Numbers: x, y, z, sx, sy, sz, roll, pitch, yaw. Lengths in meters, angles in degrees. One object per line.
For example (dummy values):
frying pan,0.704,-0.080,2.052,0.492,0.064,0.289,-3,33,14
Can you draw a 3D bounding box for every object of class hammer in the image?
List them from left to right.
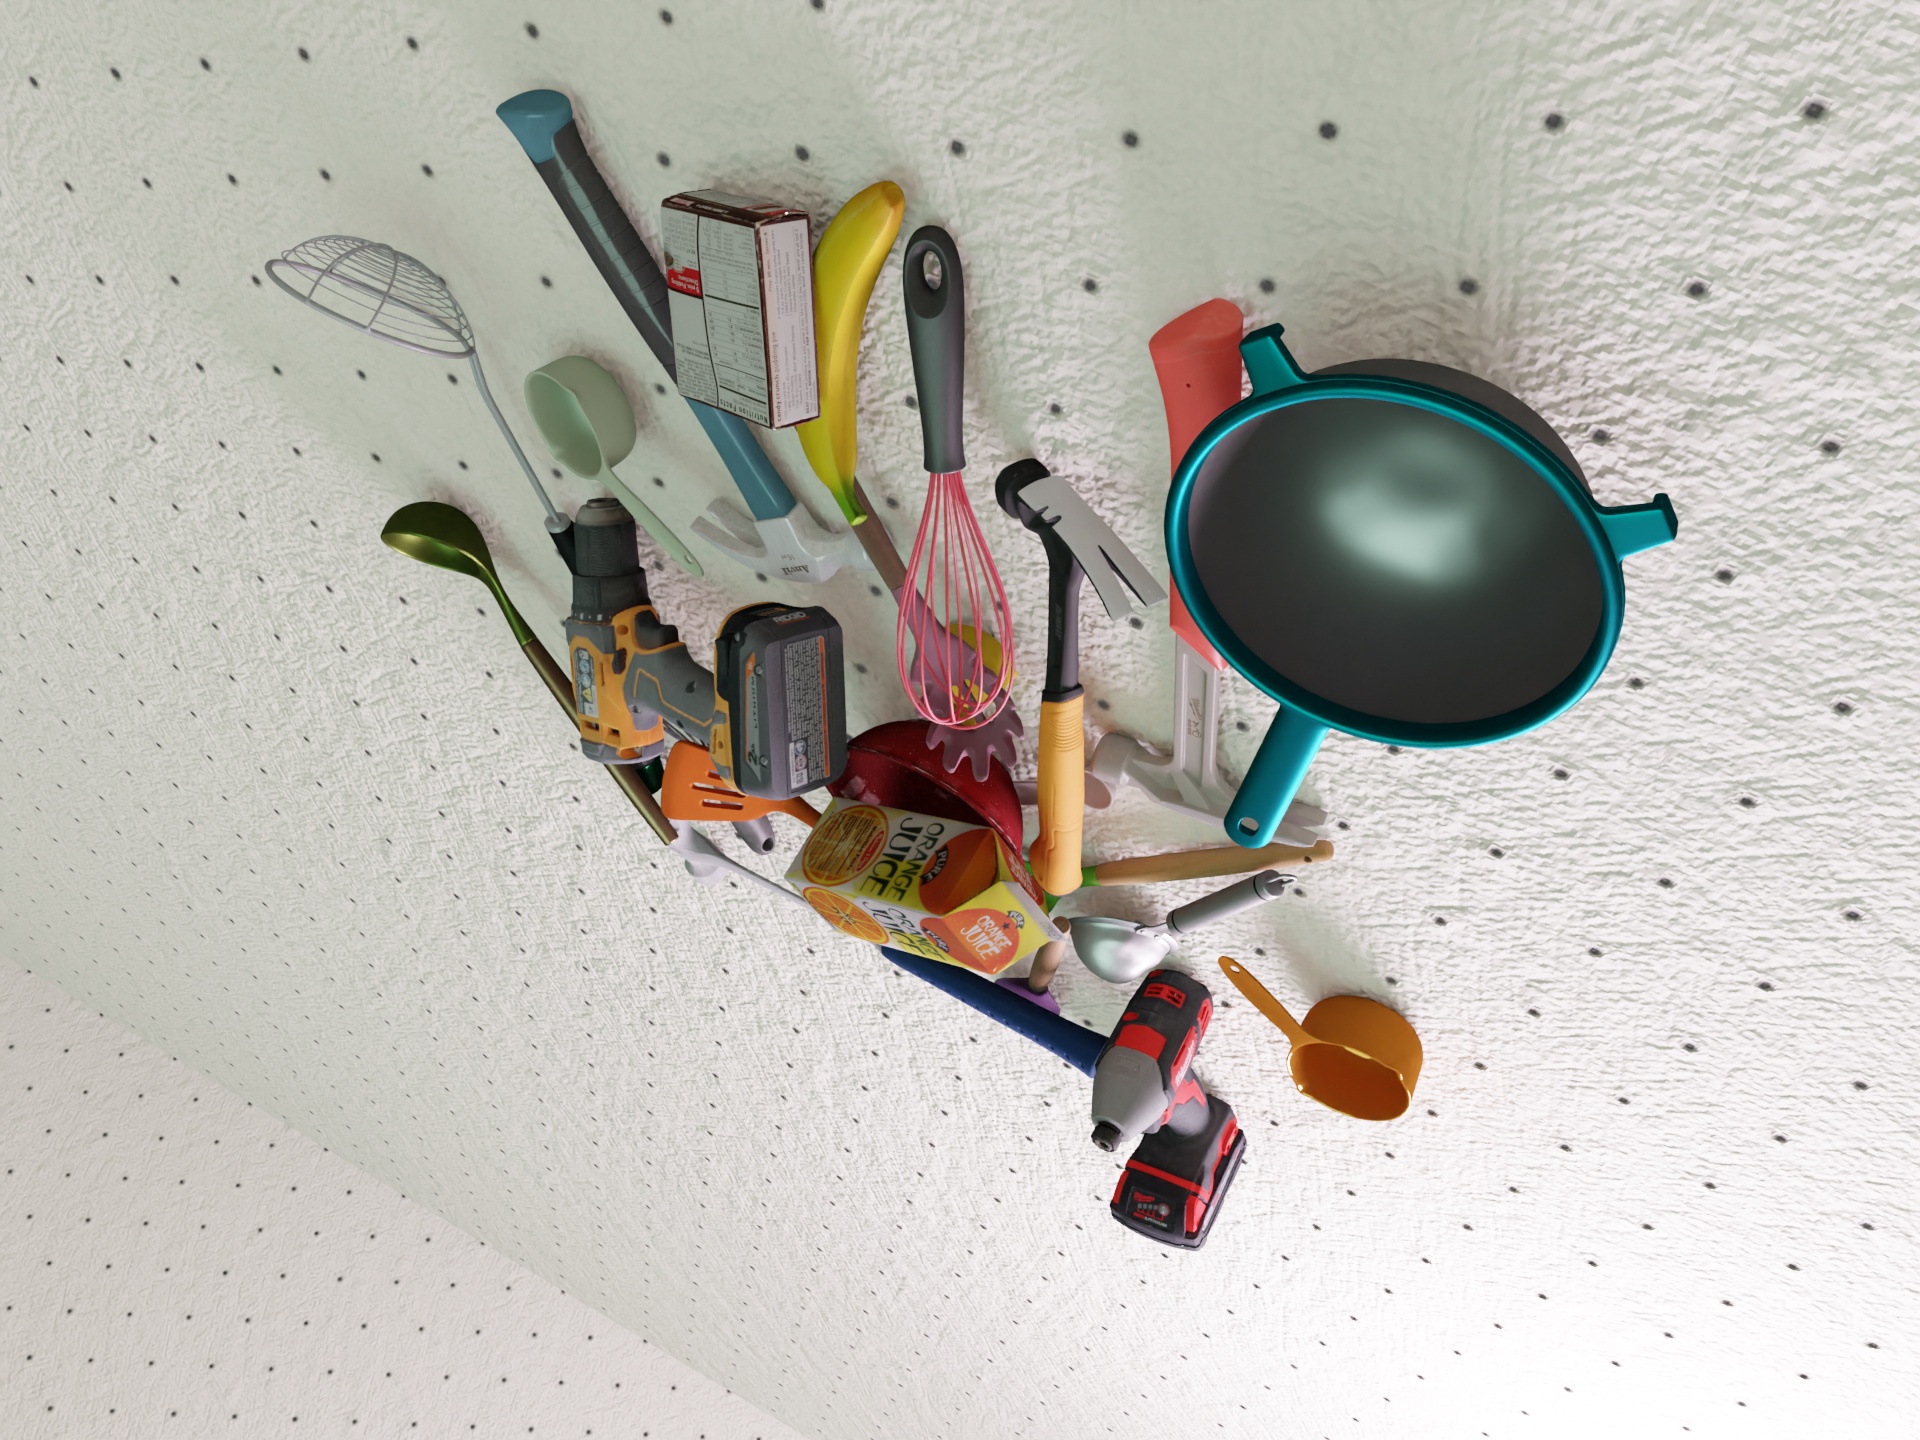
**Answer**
hammer,-0.165,-0.217,0.946,0.128,0.033,0.330,-3,130,38
hammer,-0.069,0.172,1.255,0.406,0.035,0.144,24,163,20
hammer,0.067,0.005,0.973,0.127,0.034,0.336,52,157,36
hammer,0.142,-0.067,0.881,0.149,0.037,0.358,17,141,21

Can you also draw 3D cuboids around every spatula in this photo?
spatula,-0.072,0.102,1.179,0.322,0.041,0.081,26,128,9
spatula,0.058,0.189,1.186,0.060,0.018,0.315,28,161,7

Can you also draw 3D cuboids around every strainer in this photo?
strainer,0.146,0.142,1.099,0.086,0.050,0.258,21,150,-21
strainer,0.202,-0.055,0.801,0.211,0.095,0.340,27,145,11

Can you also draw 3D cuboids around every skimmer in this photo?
skimmer,-0.327,-0.168,1.077,0.127,0.090,0.362,45,163,47

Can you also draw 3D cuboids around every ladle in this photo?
ladle,-0.321,-0.030,1.202,0.320,0.062,0.078,55,158,-6

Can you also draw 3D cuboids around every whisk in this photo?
whisk,-0.197,0.028,1.241,0.055,0.055,0.238,8,140,31
whisk,-0.008,-0.122,0.879,0.073,0.073,0.295,13,123,26

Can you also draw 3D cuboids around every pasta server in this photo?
pasta server,-0.050,-0.103,0.955,0.060,0.040,0.316,-25,110,12

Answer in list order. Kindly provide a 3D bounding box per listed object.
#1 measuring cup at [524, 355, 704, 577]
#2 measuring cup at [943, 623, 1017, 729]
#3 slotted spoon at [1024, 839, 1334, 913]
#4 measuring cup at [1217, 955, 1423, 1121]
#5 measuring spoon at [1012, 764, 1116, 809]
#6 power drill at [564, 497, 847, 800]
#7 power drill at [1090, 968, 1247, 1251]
measuring cup,-0.209,-0.162,1.012,0.167,0.038,0.083,48,150,0
measuring cup,-0.002,-0.003,1.068,0.062,0.029,0.156,25,144,11
slotted spoon,0.120,0.106,1.105,0.314,0.031,0.070,-12,124,42
measuring cup,0.247,0.203,1.099,0.173,0.052,0.095,44,143,-10
measuring spoon,0.062,0.045,1.093,0.124,0.018,0.034,-6,122,50
power drill,-0.182,-0.049,1.066,0.226,0.084,0.185,12,111,39
power drill,0.152,0.304,1.210,0.079,0.143,0.219,13,142,29
